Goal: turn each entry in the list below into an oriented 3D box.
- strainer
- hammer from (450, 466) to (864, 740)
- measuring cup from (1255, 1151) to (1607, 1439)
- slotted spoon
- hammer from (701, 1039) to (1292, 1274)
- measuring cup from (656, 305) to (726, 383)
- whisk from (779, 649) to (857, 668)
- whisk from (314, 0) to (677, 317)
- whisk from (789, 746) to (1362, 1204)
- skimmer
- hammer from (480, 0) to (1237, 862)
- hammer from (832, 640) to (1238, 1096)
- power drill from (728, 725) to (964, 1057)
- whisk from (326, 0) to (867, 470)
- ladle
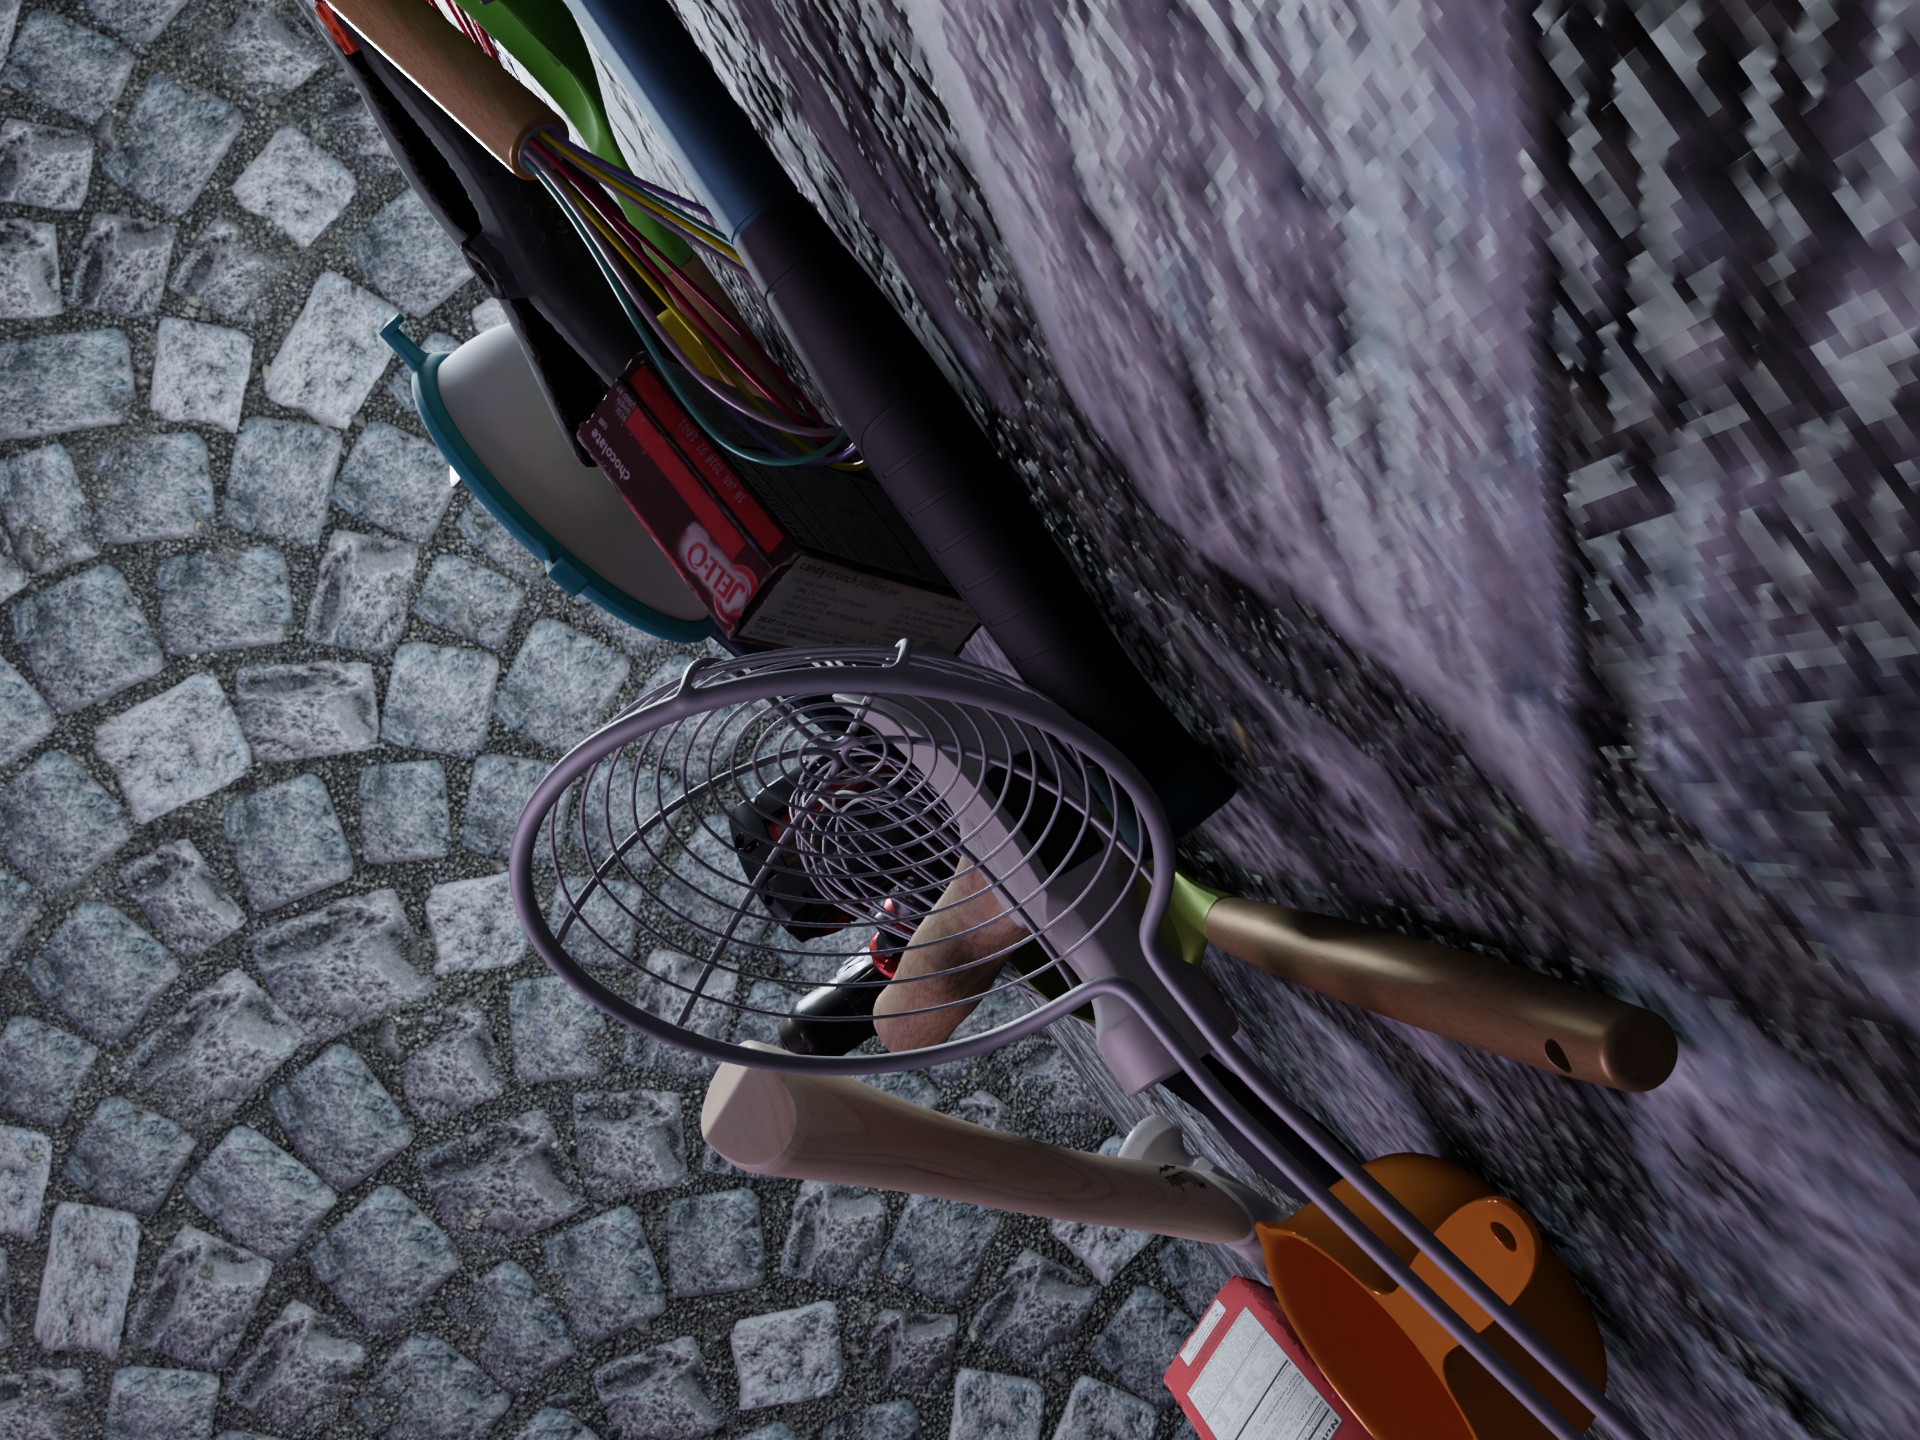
[{"bbox_3d":[-0.159,-0.143,0.924,0.211,0.095,0.340,52,-166,19],"label":"strainer"},{"bbox_3d":[-0.145,-0.054,0.991,0.386,0.038,0.143,41,-166,-17],"label":"hammer"},{"bbox_3d":[0.130,0.138,0.396,0.095,0.052,0.173,50,158,28],"label":"measuring cup"},{"bbox_3d":[-0.089,-0.145,0.574,0.070,0.031,0.313,40,167,51],"label":"slotted spoon"},{"bbox_3d":[0.049,0.182,0.607,0.146,0.038,0.410,28,177,36],"label":"hammer"},{"bbox_3d":[-0.139,-0.168,0.656,0.157,0.029,0.062,36,162,21],"label":"measuring cup"},{"bbox_3d":[-0.053,-0.014,0.966,0.238,0.055,0.055,52,176,-30],"label":"whisk"},{"bbox_3d":[-0.188,-0.250,0.613,0.295,0.073,0.073,50,178,-36],"label":"whisk"},{"bbox_3d":[0.042,0.102,0.636,0.285,0.070,0.070,35,168,18],"label":"whisk"},{"bbox_3d":[0.074,0.120,0.293,0.363,0.090,0.127,42,130,9],"label":"skimmer"},{"bbox_3d":[-0.036,-0.103,0.365,0.331,0.033,0.128,55,173,-9],"label":"hammer"},{"bbox_3d":[-0.002,0.073,0.515,0.130,0.031,0.331,58,164,12],"label":"hammer"},{"bbox_3d":[-0.050,0.111,0.901,0.080,0.188,0.226,56,178,33],"label":"power drill"},{"bbox_3d":[-0.110,-0.152,0.465,0.245,0.051,0.047,43,180,17],"label":"whisk"},{"bbox_3d":[0.066,0.059,0.396,0.078,0.062,0.320,62,171,-3],"label":"ladle"}]
